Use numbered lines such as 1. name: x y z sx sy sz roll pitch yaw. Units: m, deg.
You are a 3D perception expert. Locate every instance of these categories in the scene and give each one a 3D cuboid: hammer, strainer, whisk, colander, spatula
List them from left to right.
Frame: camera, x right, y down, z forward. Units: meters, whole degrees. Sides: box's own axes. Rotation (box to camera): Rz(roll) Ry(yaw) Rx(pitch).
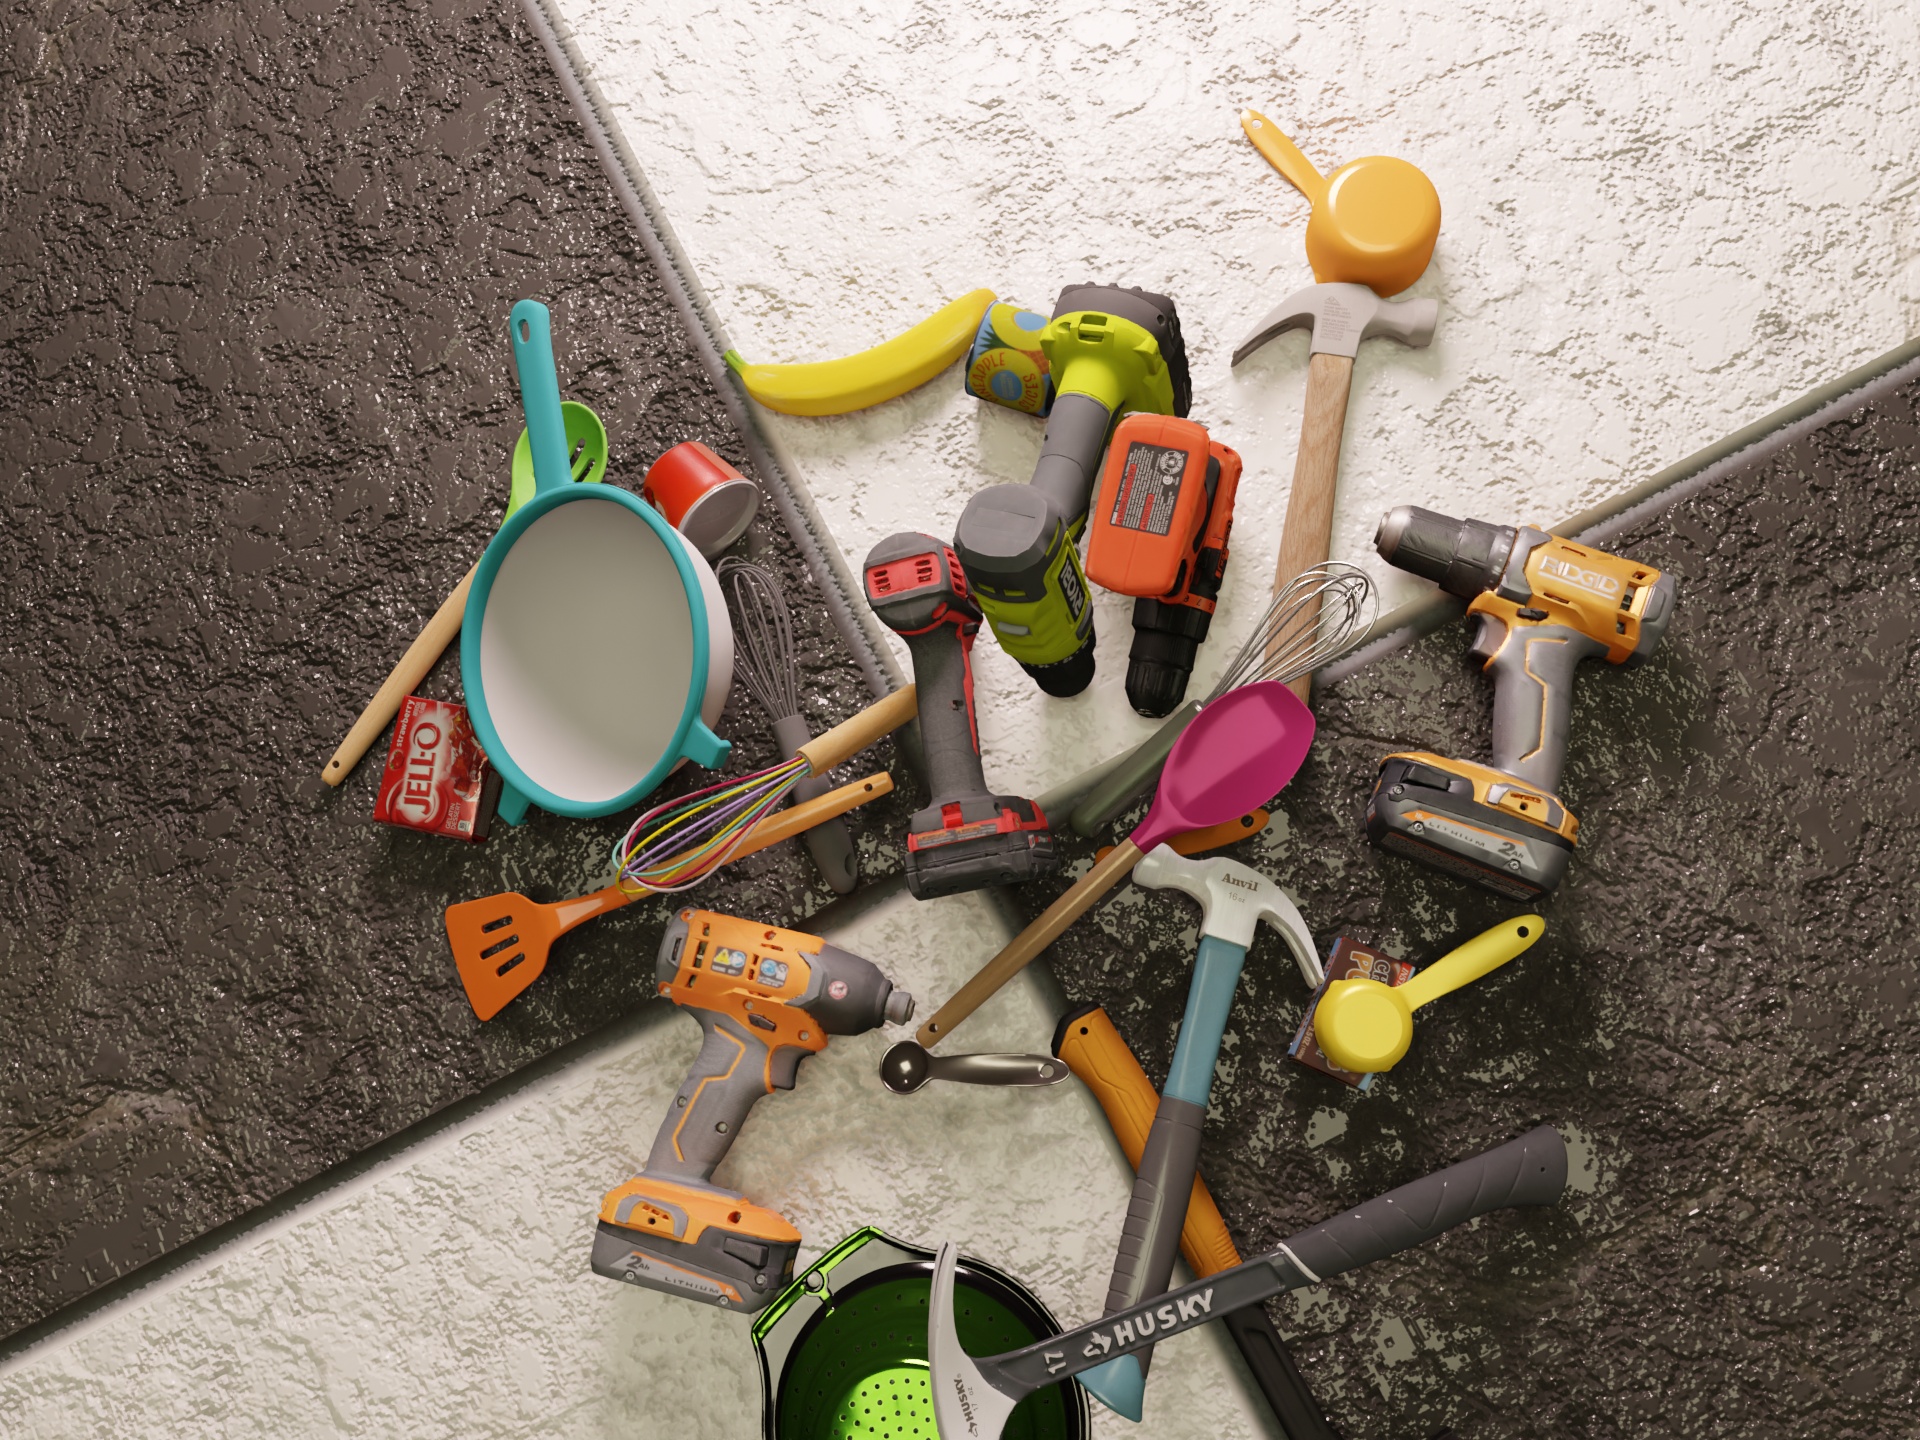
1. strainer: -0.232 -0.106 1.044 0.211 0.095 0.340 -16 81 31
2. spatula: -0.192 0.101 1.035 0.322 0.041 0.081 -23 80 4
3. whisk: -0.116 0.040 1.005 0.245 0.047 0.051 -32 32 -30
4. whisk: -0.116 0.002 1.054 0.055 0.055 0.239 -21 81 2
5. colander: 0.027 0.483 0.919 0.204 0.094 0.397 -41 78 -3
6. hammer: 0.129 0.242 0.952 0.128 0.033 0.331 16 71 5
7. whisk: 0.162 -0.009 1.003 0.246 0.057 0.059 -43 65 14
8. hammer: 0.160 0.321 0.968 0.127 0.034 0.337 -30 77 0
9. hammer: 0.173 0.310 0.904 0.409 0.036 0.149 -15 82 -17
10. hammer: 0.228 -0.132 1.050 0.130 0.031 0.331 9 80 7

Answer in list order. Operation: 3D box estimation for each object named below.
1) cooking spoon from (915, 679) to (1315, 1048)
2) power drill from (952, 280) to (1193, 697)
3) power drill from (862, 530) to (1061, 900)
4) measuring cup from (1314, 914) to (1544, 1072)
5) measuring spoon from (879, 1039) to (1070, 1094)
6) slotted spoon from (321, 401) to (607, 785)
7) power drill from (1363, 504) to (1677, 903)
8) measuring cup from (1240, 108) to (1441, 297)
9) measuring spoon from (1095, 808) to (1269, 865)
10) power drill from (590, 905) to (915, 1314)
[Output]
1. cooking spoon: 0.090 0.095 0.986 0.319 0.017 0.069 -43 75 6
2. power drill: 0.075 -0.140 1.005 0.080 0.190 0.229 12 68 22
3. power drill: -0.002 -0.003 1.001 0.078 0.143 0.220 -13 84 13
4. measuring cup: 0.286 0.159 0.956 0.156 0.029 0.062 -30 79 0
5. measuring spoon: 0.010 0.221 1.002 0.124 0.018 0.034 -2 66 16
6. slotted spoon: -0.346 -0.086 1.105 0.070 0.031 0.314 34 86 11
7. power drill: 0.324 -0.021 0.996 0.185 0.084 0.226 22 78 10
8. measuring cup: 0.253 -0.367 1.082 0.095 0.052 0.174 -40 80 -3
9. measuring spoon: 0.143 0.077 1.028 0.117 0.011 0.021 -16 78 3
10. power drill: -0.128 0.242 0.992 0.164 0.084 0.226 12 77 8
